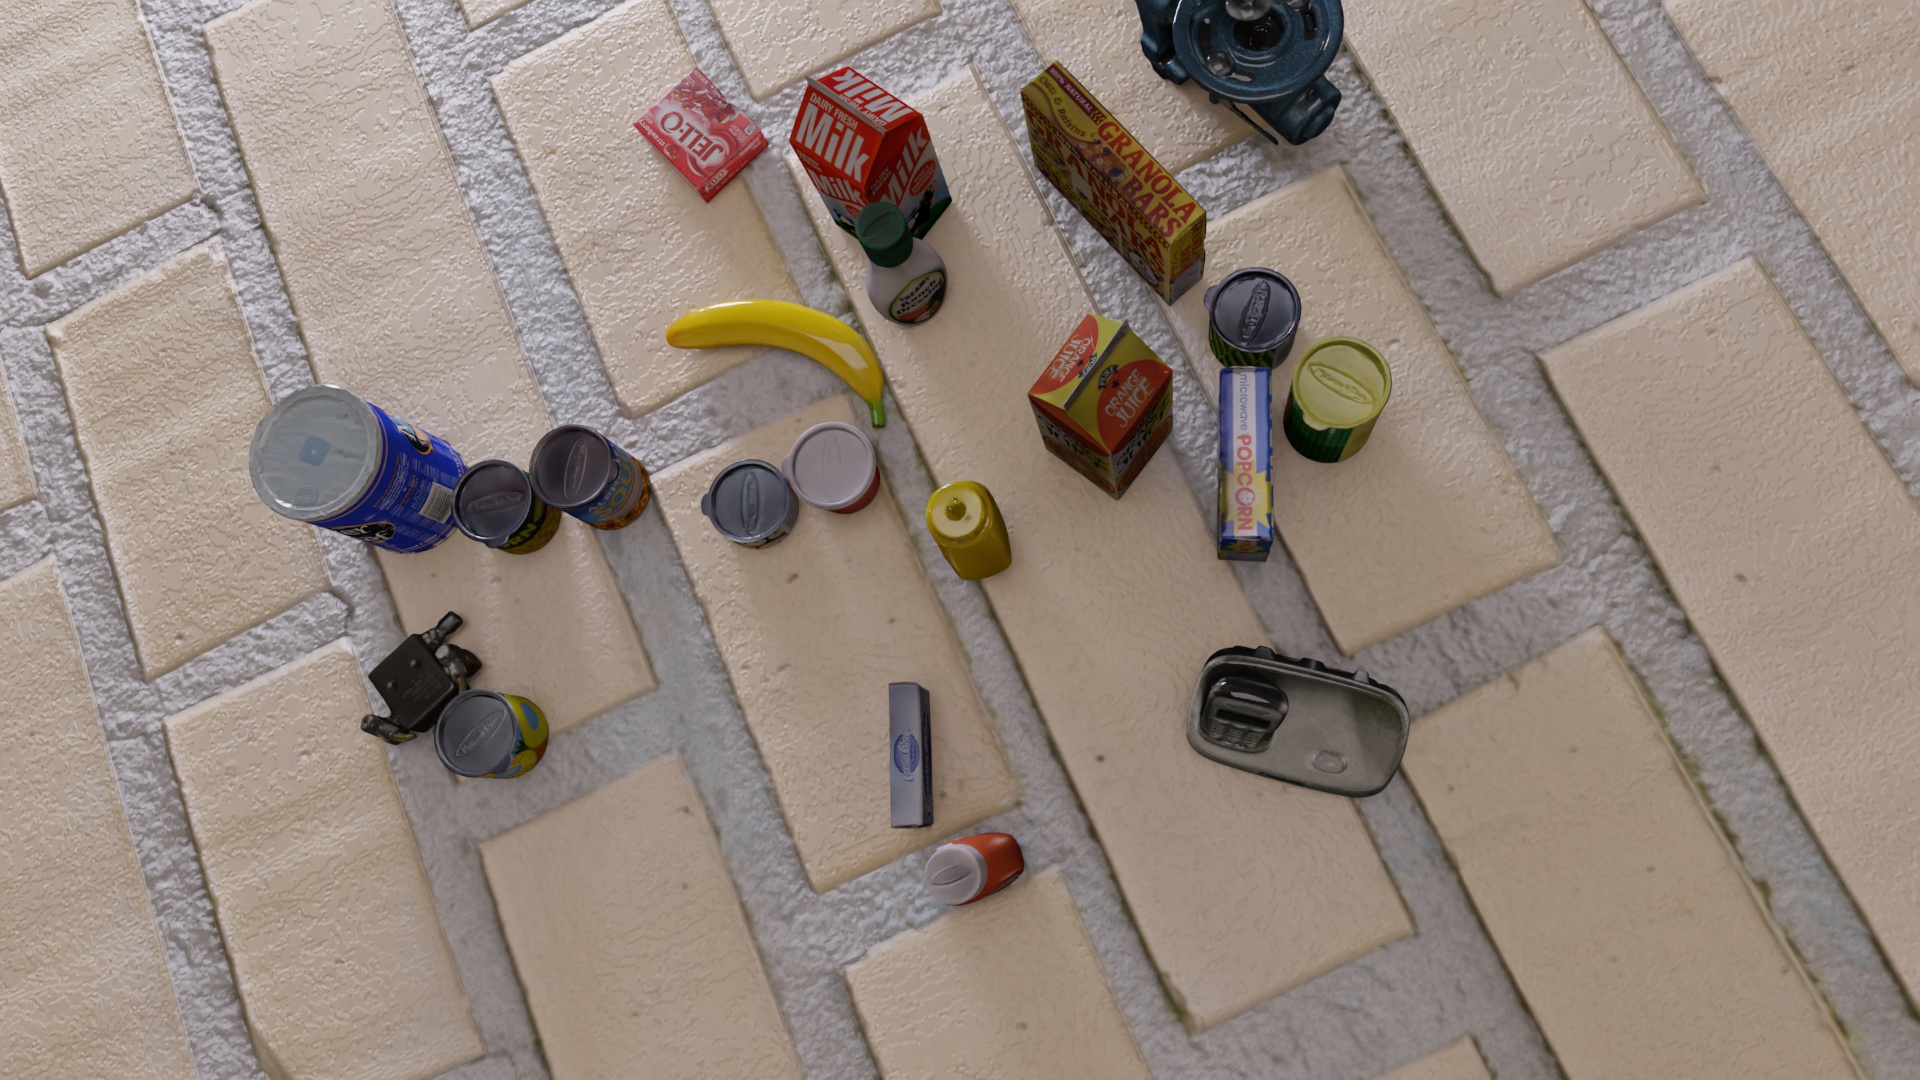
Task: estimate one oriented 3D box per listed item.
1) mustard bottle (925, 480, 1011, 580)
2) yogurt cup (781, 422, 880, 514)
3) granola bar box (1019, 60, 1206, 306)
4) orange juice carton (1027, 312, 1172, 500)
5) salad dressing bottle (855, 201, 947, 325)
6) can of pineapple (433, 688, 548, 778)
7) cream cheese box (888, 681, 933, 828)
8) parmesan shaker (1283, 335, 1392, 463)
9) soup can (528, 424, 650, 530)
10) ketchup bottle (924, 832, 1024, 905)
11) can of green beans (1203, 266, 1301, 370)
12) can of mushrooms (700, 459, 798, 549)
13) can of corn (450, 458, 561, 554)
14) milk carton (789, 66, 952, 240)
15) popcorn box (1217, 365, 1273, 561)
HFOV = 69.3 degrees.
[{"bbox_3d":[0.004,-0.012,0.988,0.049,0.160,0.065,-18,77,5],"label":"mustard bottle"},{"bbox_3d":[-0.093,-0.052,1.066,0.072,0.054,0.072,-2,78,8],"label":"yogurt cup"},{"bbox_3d":[0.117,-0.266,1.043,0.039,0.124,0.166,-40,76,-1],"label":"granola bar box"},{"bbox_3d":[0.100,-0.095,0.975,0.073,0.192,0.072,37,86,13],"label":"orange juice carton"},{"bbox_3d":[-0.047,-0.207,1.043,0.064,0.147,0.044,-36,76,0],"label":"salad dressing bottle"},{"bbox_3d":[-0.356,0.150,1.061,0.071,0.058,0.071,-2,78,8],"label":"can of pineapple"},{"bbox_3d":[-0.036,0.157,1.014,0.024,0.053,0.104,-3,78,8],"label":"cream cheese box"},{"bbox_3d":[0.266,-0.097,0.996,0.071,0.103,0.071,-2,79,8],"label":"parmesan shaker"},{"bbox_3d":[-0.283,-0.047,1.077,0.071,0.083,0.071,-2,79,8],"label":"soup can"},{"bbox_3d":[0.005,0.224,0.945,0.065,0.148,0.043,-22,77,4],"label":"ketchup bottle"},{"bbox_3d":[0.219,-0.163,1.040,0.071,0.057,0.071,-2,78,8],"label":"can of green beans"},{"bbox_3d":[-0.163,-0.028,1.081,0.071,0.033,0.071,-2,78,8],"label":"can of mushrooms"},{"bbox_3d":[-0.357,-0.023,1.097,0.071,0.058,0.071,-2,78,8],"label":"can of corn"},{"bbox_3d":[-0.067,-0.284,1.040,0.072,0.190,0.073,36,86,13],"label":"milk carton"},{"bbox_3d":[0.205,-0.054,1.006,0.038,0.085,0.127,0,79,9],"label":"popcorn box"}]
